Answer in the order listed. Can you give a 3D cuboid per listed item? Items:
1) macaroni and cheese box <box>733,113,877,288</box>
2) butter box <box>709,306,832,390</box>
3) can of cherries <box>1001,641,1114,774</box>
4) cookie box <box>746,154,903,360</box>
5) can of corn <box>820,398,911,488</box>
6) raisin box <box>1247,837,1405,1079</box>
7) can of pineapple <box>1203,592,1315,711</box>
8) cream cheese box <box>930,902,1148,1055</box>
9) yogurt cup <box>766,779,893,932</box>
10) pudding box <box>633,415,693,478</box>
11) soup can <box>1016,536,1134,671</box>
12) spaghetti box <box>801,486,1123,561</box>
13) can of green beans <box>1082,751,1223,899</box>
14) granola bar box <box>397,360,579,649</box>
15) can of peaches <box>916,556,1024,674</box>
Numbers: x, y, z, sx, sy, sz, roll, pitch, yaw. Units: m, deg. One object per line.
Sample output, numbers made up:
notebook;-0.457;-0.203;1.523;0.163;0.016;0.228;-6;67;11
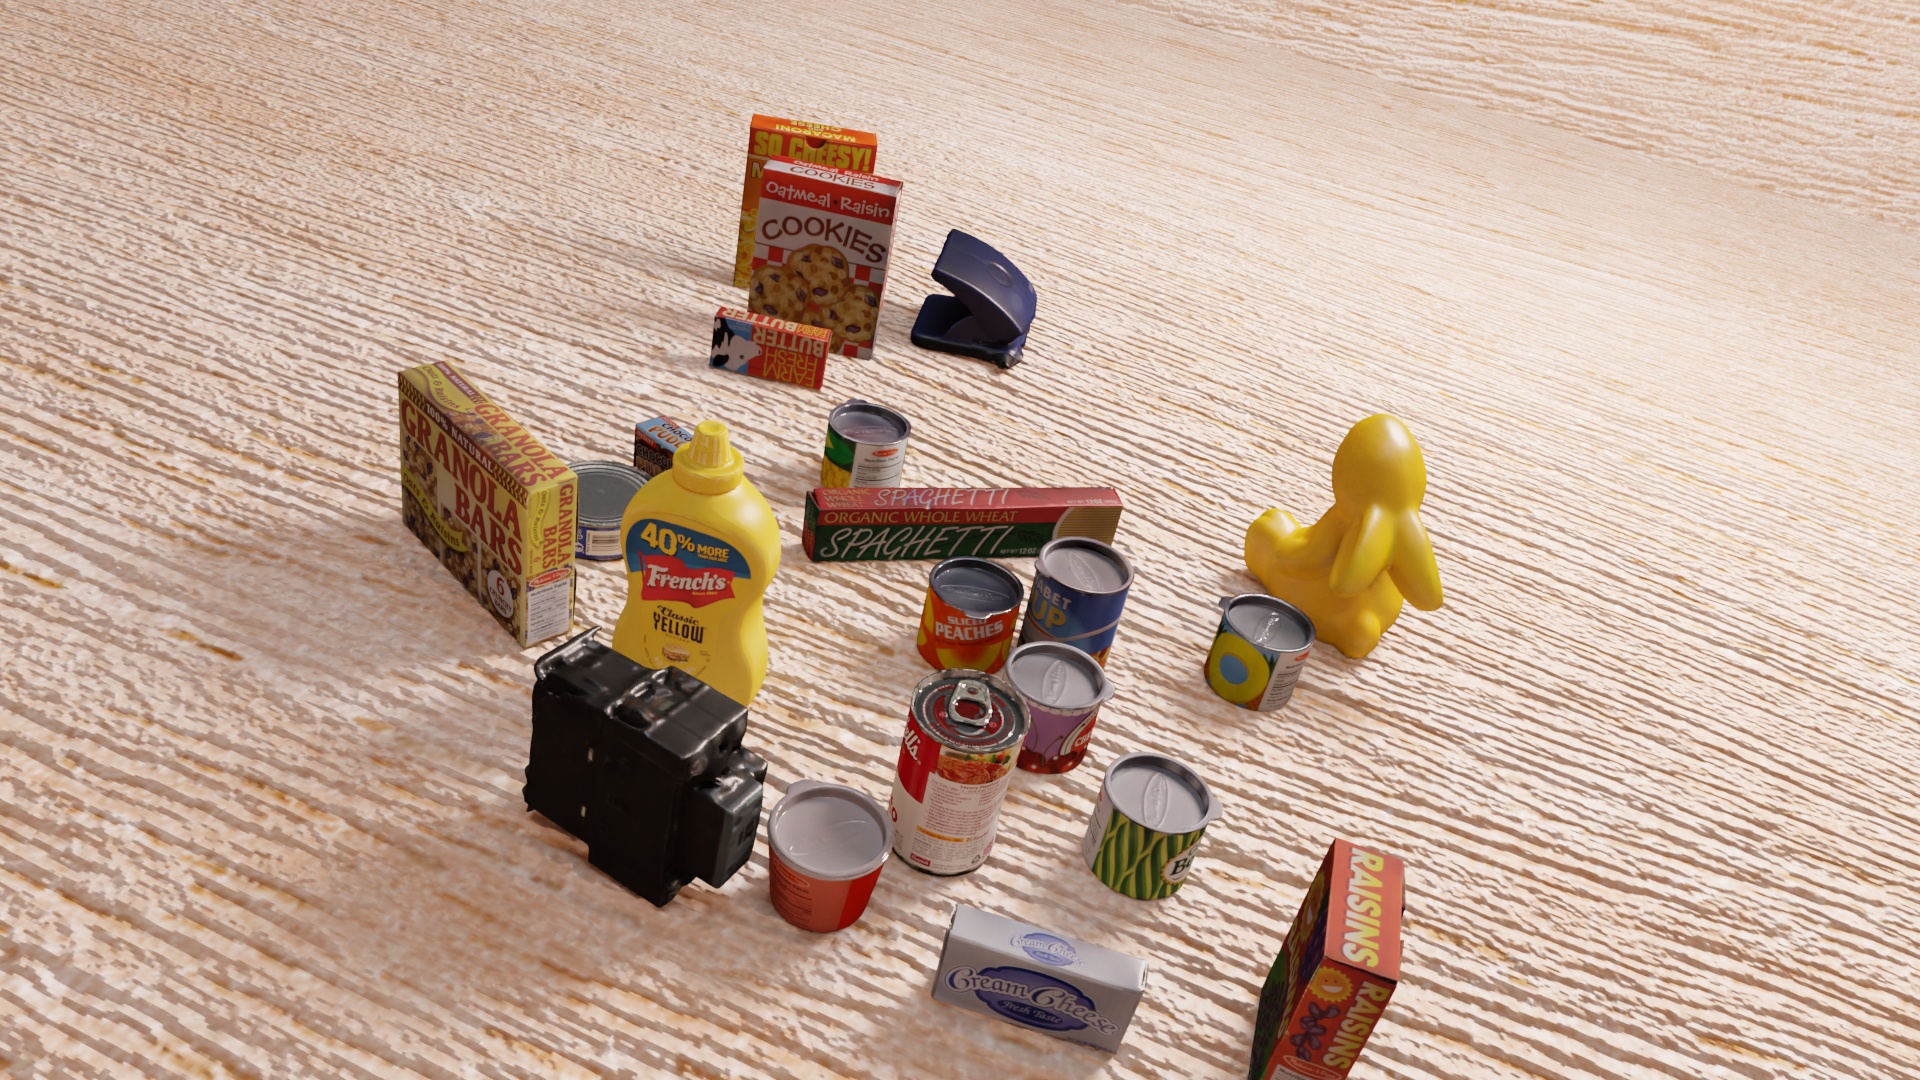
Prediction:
macaroni and cheese box;-0.154;-0.325;1.370;0.124;0.165;0.040;6;34;-10
butter box;-0.169;-0.171;1.239;0.103;0.052;0.024;12;33;-1
can of cherries;0.058;0.109;0.893;0.071;0.058;0.072;9;33;-6
cookie box;-0.128;-0.260;1.281;0.123;0.166;0.040;12;33;-1
can of corn;-0.078;-0.072;1.116;0.071;0.058;0.071;9;33;-6
raisin box;0.185;0.225;0.703;0.040;0.122;0.086;18;34;9
can of pineapple;0.211;0.078;0.990;0.071;0.057;0.071;9;33;-6
cream cheese box;0.040;0.226;0.716;0.104;0.053;0.024;16;33;5
yogurt cup;-0.074;0.175;0.755;0.072;0.053;0.073;9;33;-6
pudding box;-0.211;-0.055;1.054;0.084;0.049;0.030;34;38;29
soup can;0.076;0.049;0.964;0.071;0.083;0.072;9;33;-6
spaghetti box;0.004;-0.013;1.064;0.250;0.050;0.029;-1;36;-20
can of green beans;0.110;0.169;0.822;0.071;0.057;0.071;9;33;-6
granola bar box;-0.311;-0.026;0.911;0.039;0.123;0.166;-22;46;-41
can of peaches;0.006;0.054;0.957;0.071;0.057;0.071;9;33;-6
